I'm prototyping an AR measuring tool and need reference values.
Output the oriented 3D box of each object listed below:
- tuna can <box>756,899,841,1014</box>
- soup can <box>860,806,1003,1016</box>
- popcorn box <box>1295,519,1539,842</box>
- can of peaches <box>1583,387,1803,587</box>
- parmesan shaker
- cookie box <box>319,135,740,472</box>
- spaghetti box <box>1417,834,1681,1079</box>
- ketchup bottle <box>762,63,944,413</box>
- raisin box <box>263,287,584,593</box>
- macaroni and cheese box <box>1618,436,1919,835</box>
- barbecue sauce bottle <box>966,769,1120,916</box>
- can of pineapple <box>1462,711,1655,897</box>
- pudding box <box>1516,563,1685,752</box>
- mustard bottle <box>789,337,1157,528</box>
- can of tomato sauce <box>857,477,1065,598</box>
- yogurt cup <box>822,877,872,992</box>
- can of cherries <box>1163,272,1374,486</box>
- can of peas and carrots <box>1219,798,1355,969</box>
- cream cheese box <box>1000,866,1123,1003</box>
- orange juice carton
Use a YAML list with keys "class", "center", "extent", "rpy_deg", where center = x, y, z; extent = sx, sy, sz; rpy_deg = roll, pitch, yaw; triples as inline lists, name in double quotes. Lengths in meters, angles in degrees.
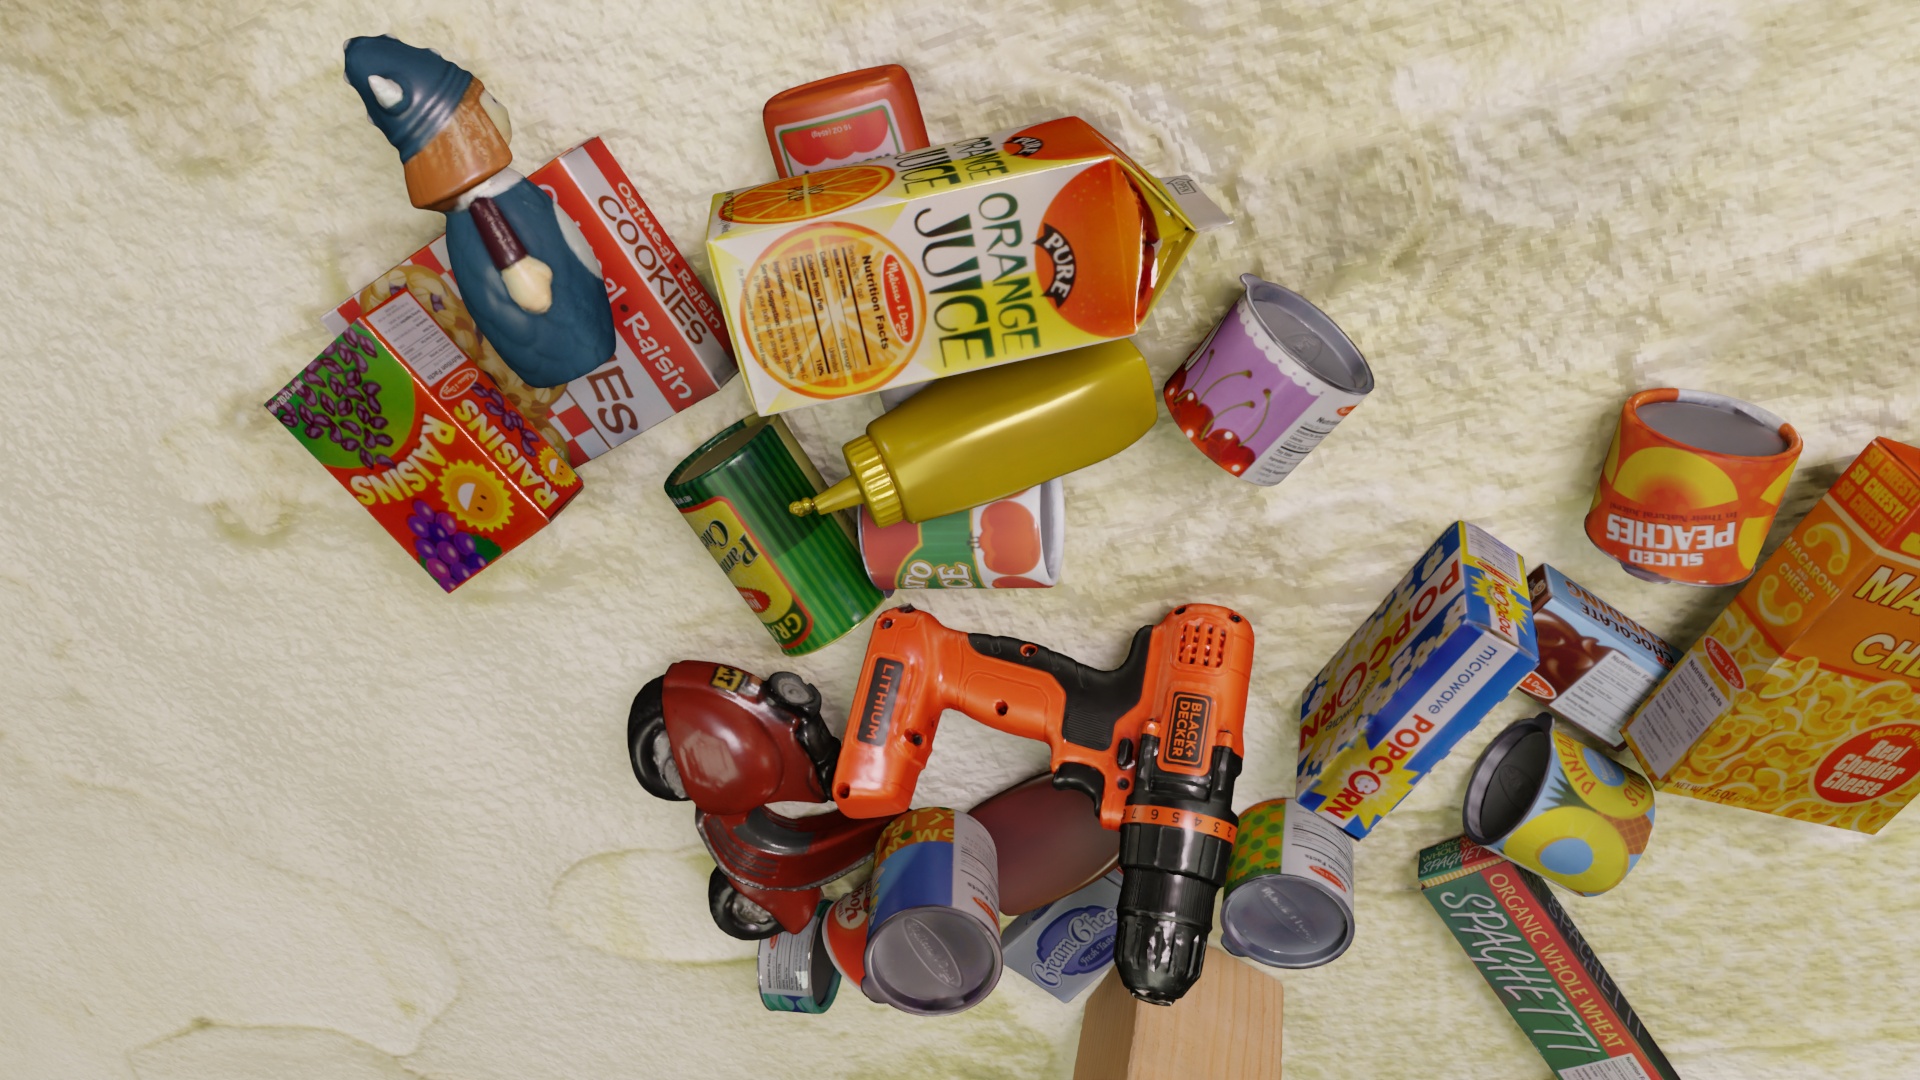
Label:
- class: "tuna can"
  center: [-0.093, 0.248, 0.829]
  extent: [0.033, 0.071, 0.070]
  rpy_deg: [0, 121, 14]
- class: "soup can"
  center: [-0.016, 0.185, 0.696]
  extent: [0.071, 0.084, 0.071]
  rpy_deg: [0, 113, 0]
- class: "popcorn box"
  center: [0.202, 0.063, 0.625]
  extent: [0.038, 0.085, 0.126]
  rpy_deg: [29, 124, -3]
- class: "can of peaches"
  center: [0.293, -0.022, 0.559]
  extent: [0.071, 0.071, 0.057]
  rpy_deg: [9, 122, 9]
- class: "parmesan shaker"
  center: [-0.089, -0.004, 0.675]
  extent: [0.071, 0.072, 0.103]
  rpy_deg: [-24, 112, 26]
- class: "cookie box"
  center: [-0.202, -0.097, 0.662]
  extent: [0.167, 0.040, 0.122]
  rpy_deg: [-23, 112, 27]
- class: "spaghetti box"
  center: [0.325, 0.250, 0.741]
  extent: [0.050, 0.029, 0.249]
  rpy_deg: [-29, 110, 28]
- class: "ketchup bottle"
  center: [-0.034, -0.124, 0.599]
  extent: [0.065, 0.044, 0.148]
  rpy_deg: [-10, 119, 12]
- class: "raisin box"
  center: [-0.253, -0.045, 0.659]
  extent: [0.086, 0.040, 0.123]
  rpy_deg: [-30, 108, 29]
- class: "macaroni and cheese box"
  center: [0.380, 0.047, 0.576]
  extent: [0.124, 0.040, 0.165]
  rpy_deg: [13, 125, -16]
- class: "barbecue sauce bottle"
  center: [0.071, 0.144, 0.732]
  extent: [0.148, 0.044, 0.065]
  rpy_deg: [-32, 84, 27]
- class: "can of pineapple"
  center: [0.282, 0.125, 0.654]
  extent: [0.058, 0.071, 0.070]
  rpy_deg: [27, 124, -3]
- class: "pudding box"
  center: [0.283, 0.053, 0.632]
  extent: [0.084, 0.030, 0.049]
  rpy_deg: [31, 124, -5]
- class: "mustard bottle"
  center: [0.002, -0.042, 0.592]
  extent: [0.160, 0.065, 0.048]
  rpy_deg: [-23, 122, -7]
- class: "can of tomato sauce"
  center: [0.002, -0.008, 0.645]
  extent: [0.083, 0.071, 0.071]
  rpy_deg: [-1, 120, 15]
- class: "yogurt cup"
  center: [-0.037, 0.221, 0.799]
  extent: [0.072, 0.073, 0.053]
  rpy_deg: [38, 115, -10]
- class: "can of cherries"
  center: [0.126, -0.067, 0.580]
  extent: [0.071, 0.072, 0.058]
  rpy_deg: [34, 124, -7]
- class: "can of peas and carrots"
  center: [0.168, 0.179, 0.721]
  extent: [0.071, 0.059, 0.070]
  rpy_deg: [7, 123, 11]
- class: "cream cheese box"
  center: [0.070, 0.220, 0.792]
  extent: [0.053, 0.024, 0.103]
  rpy_deg: [35, 123, -7]
- class: "orange juice carton"
  center: [0.005, -0.113, 0.542]
  extent: [0.193, 0.072, 0.072]
  rpy_deg: [-13, 118, -2]
